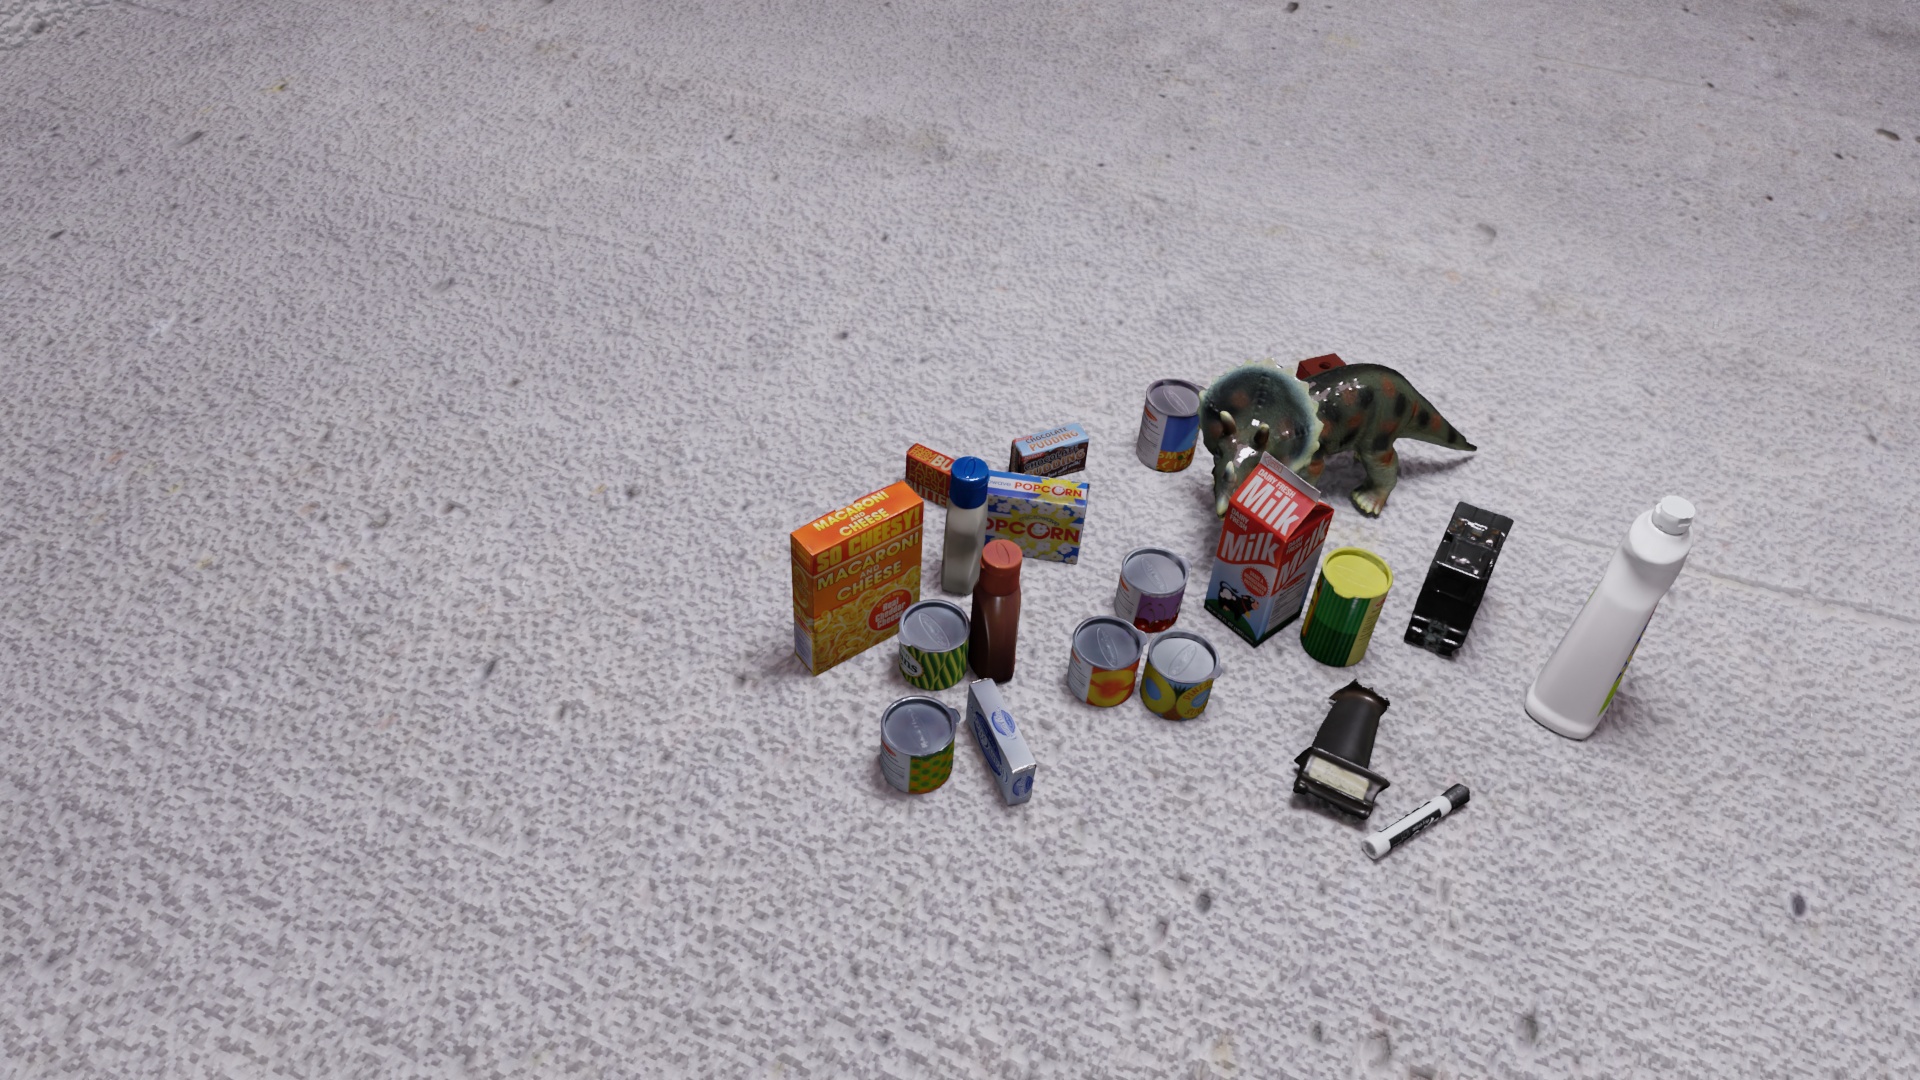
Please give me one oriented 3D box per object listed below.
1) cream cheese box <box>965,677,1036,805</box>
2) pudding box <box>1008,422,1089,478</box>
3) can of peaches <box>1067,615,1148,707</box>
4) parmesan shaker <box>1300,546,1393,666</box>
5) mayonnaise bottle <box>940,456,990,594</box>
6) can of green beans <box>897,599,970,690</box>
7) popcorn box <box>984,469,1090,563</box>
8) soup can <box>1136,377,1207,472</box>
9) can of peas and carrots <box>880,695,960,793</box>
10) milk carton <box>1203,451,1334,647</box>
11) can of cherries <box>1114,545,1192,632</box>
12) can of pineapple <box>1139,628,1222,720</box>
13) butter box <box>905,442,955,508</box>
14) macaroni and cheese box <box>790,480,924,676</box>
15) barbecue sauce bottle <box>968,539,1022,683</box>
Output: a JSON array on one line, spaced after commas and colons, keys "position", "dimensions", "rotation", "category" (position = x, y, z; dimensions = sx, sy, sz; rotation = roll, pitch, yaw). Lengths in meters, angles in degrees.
[{"position": [0.035, 0.178, 1.233], "dimensions": [0.024, 0.053, 0.104], "rotation": [-14, 47, -17], "category": "cream cheese box"}, {"position": [0.096, -0.094, 1.516], "dimensions": [0.084, 0.049, 0.030], "rotation": [-15, 48, -19], "category": "pudding box"}, {"position": [0.137, 0.113, 1.303], "dimensions": [0.071, 0.057, 0.071], "rotation": [2, 45, -2], "category": "can of peaches"}, {"position": [0.368, 0.067, 1.337], "dimensions": [0.071, 0.102, 0.072], "rotation": [2, 45, -2], "category": "parmesan shaker"}, {"position": [0.005, -0.017, 1.361], "dimensions": [0.041, 0.147, 0.065], "rotation": [10, 45, 6], "category": "mayonnaise bottle"}, {"position": [-0.025, 0.098, 1.306], "dimensions": [0.071, 0.057, 0.071], "rotation": [2, 45, -2], "category": "can of green beans"}, {"position": [0.064, -0.026, 1.419], "dimensions": [0.127, 0.084, 0.038], "rotation": [8, 45, 4], "category": "popcorn box"}, {"position": [0.235, -0.128, 1.536], "dimensions": [0.071, 0.083, 0.072], "rotation": [2, 45, -2], "category": "soup can"}, {"position": [-0.036, 0.179, 1.223], "dimensions": [0.071, 0.058, 0.071], "rotation": [2, 45, -2], "category": "can of peas and carrots"}, {"position": [0.298, 0.005, 1.332], "dimensions": [0.074, 0.189, 0.072], "rotation": [-29, 53, -29], "category": "milk carton"}, {"position": [0.191, 0.048, 1.373], "dimensions": [0.071, 0.058, 0.072], "rotation": [2, 45, -2], "category": "can of cherries"}, {"position": [0.205, 0.127, 1.295], "dimensions": [0.071, 0.057, 0.071], "rotation": [2, 45, -2], "category": "can of pineapple"}, {"position": [-0.011, -0.060, 1.471], "dimensions": [0.103, 0.052, 0.024], "rotation": [26, 49, 20], "category": "butter box"}, {"position": [-0.096, 0.036, 1.287], "dimensions": [0.124, 0.165, 0.040], "rotation": [-27, 53, -28], "category": "macaroni and cheese box"}, {"position": [0.033, 0.063, 1.282], "dimensions": [0.044, 0.147, 0.065], "rotation": [-8, 46, -12], "category": "barbecue sauce bottle"}]
